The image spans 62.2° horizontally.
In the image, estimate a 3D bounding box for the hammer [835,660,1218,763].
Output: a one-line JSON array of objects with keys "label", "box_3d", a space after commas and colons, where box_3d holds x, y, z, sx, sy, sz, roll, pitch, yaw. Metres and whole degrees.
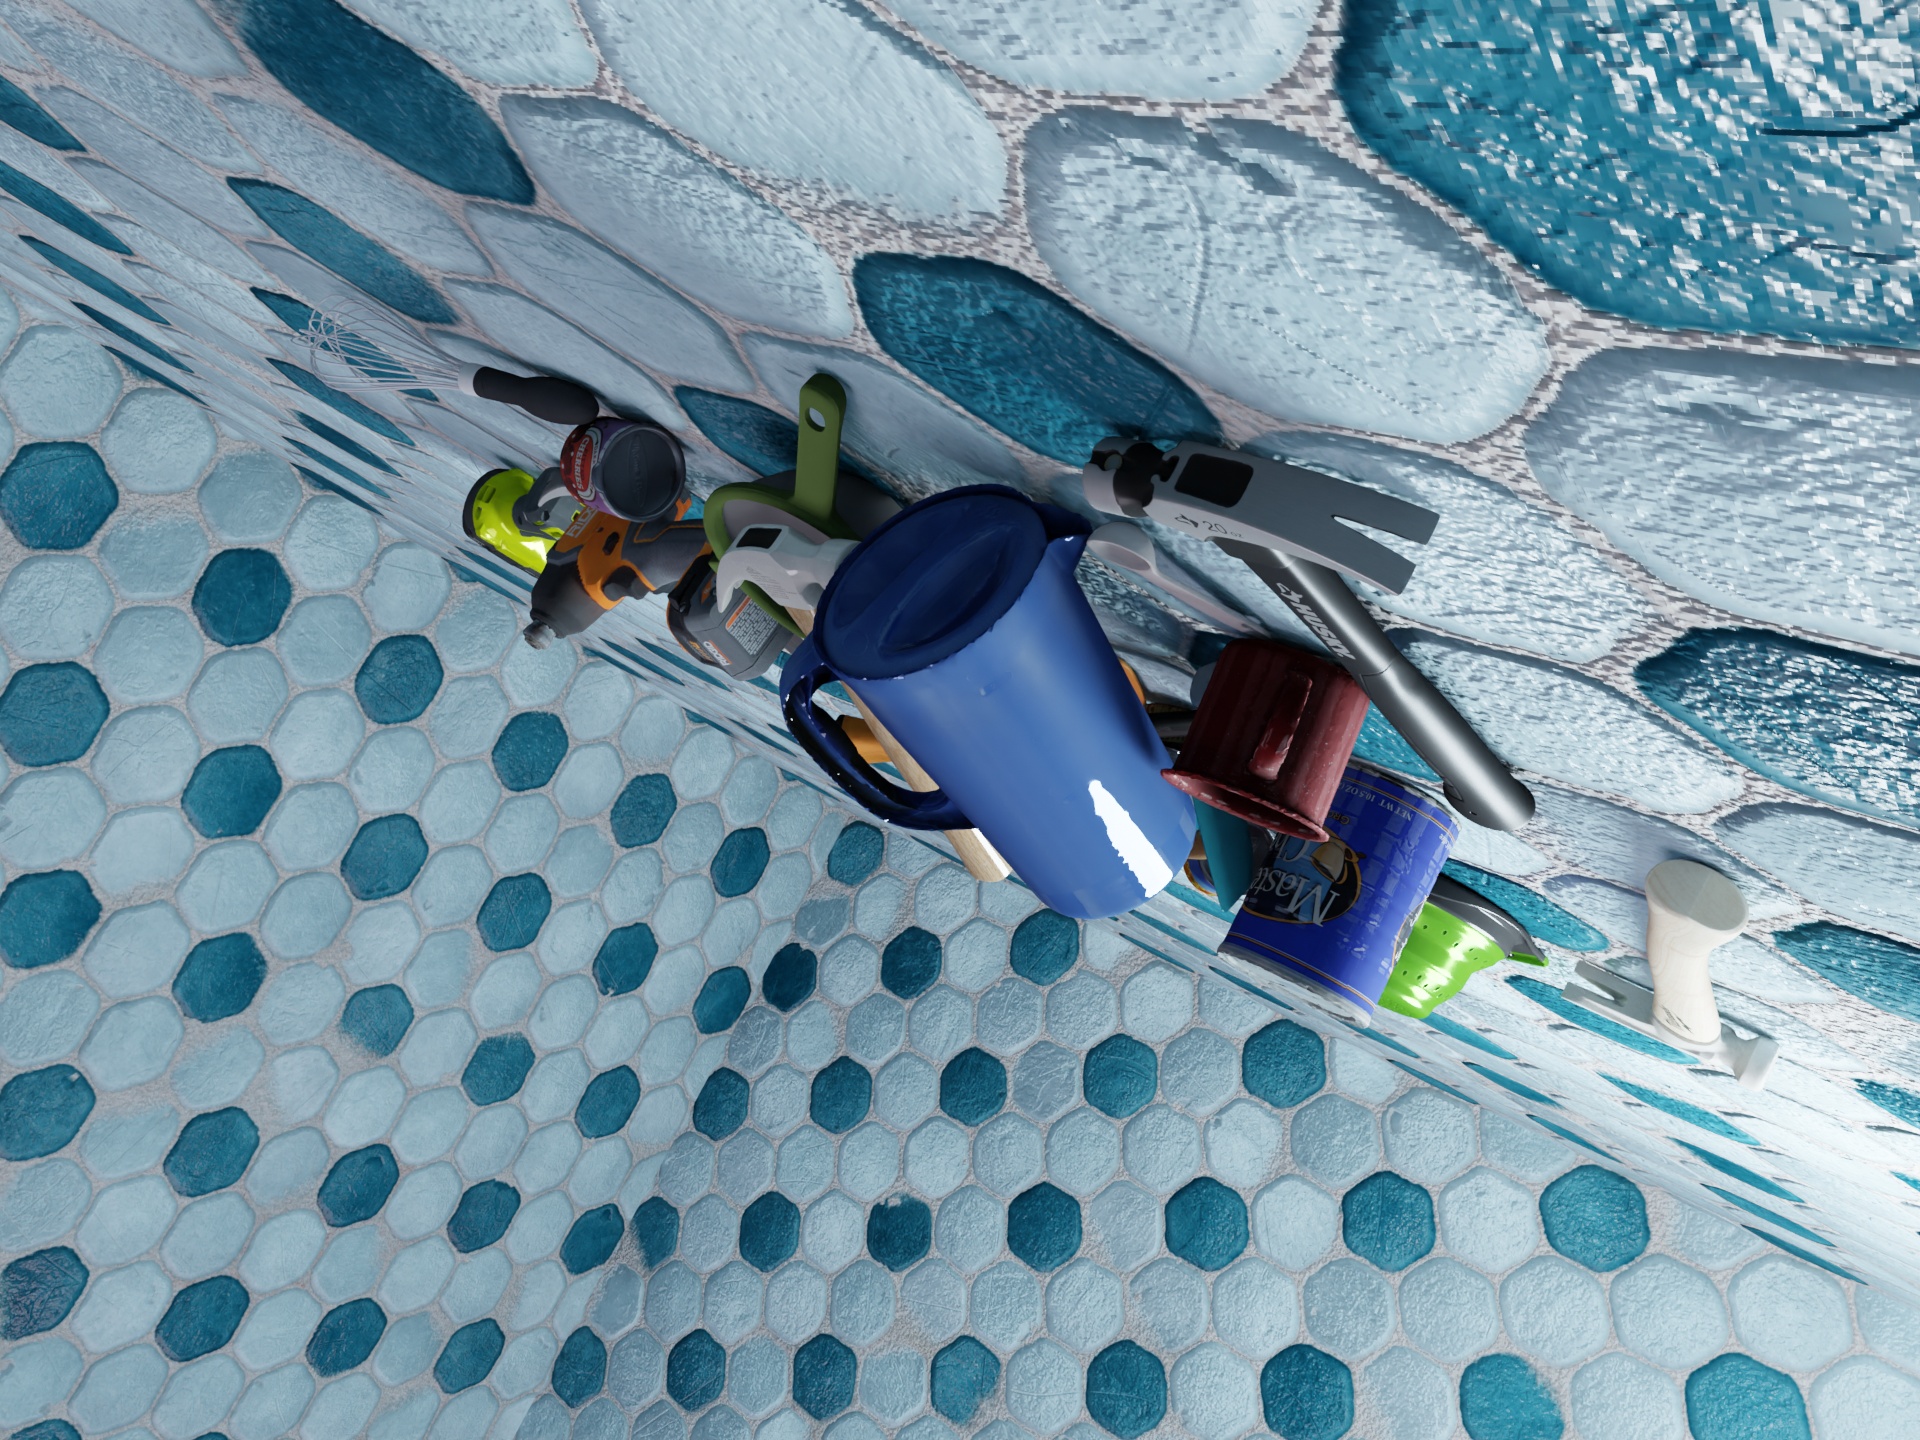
[{"label": "hammer", "box_3d": [0.055, 0.011, 1.025, 0.337, 0.034, 0.127, -3, 154, 36]}]

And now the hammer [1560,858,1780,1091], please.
[{"label": "hammer", "box_3d": [0.440, 0.153, 0.995, 0.146, 0.038, 0.410, 25, 171, 31]}]

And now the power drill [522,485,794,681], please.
[{"label": "power drill", "box_3d": [-0.210, -0.101, 1.125, 0.227, 0.164, 0.084, 18, 156, 41]}]

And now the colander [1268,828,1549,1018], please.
[{"label": "colander", "box_3d": [0.264, 0.130, 1.222, 0.397, 0.094, 0.204, 30, 171, -17]}]

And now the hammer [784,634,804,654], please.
[{"label": "hammer", "box_3d": [-0.002, -0.004, 1.168, 0.331, 0.033, 0.128, 30, -173, 1]}]

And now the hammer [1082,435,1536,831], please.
[{"label": "hammer", "box_3d": [0.196, -0.023, 0.723, 0.146, 0.035, 0.334, 21, 169, 44]}]

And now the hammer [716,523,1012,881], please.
[{"label": "hammer", "box_3d": [-0.046, -0.001, 0.990, 0.130, 0.031, 0.331, 13, 149, 38]}]

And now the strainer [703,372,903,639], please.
[{"label": "strainer", "box_3d": [-0.069, -0.128, 0.905, 0.151, 0.069, 0.256, 31, 155, 8]}]

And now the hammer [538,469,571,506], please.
[{"label": "hammer", "box_3d": [-0.201, -0.116, 1.420, 0.149, 0.036, 0.408, 13, 165, 40]}]

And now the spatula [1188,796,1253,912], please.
[{"label": "spatula", "box_3d": [0.164, 0.086, 1.091, 0.044, 0.082, 0.317, -13, 174, -1]}]

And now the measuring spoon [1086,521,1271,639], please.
[{"label": "measuring spoon", "box_3d": [0.114, -0.070, 0.791, 0.124, 0.018, 0.034, 25, 173, -32]}]

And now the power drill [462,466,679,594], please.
[{"label": "power drill", "box_3d": [-0.358, -0.172, 1.490, 0.171, 0.080, 0.223, 35, 167, -37]}]

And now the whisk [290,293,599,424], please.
[{"label": "whisk", "box_3d": [-0.366, -0.246, 1.127, 0.285, 0.070, 0.070, 19, 168, 26]}]

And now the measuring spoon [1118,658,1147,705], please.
[{"label": "measuring spoon", "box_3d": [0.118, -0.021, 1.083, 0.021, 0.011, 0.116, 13, 163, 22]}]
